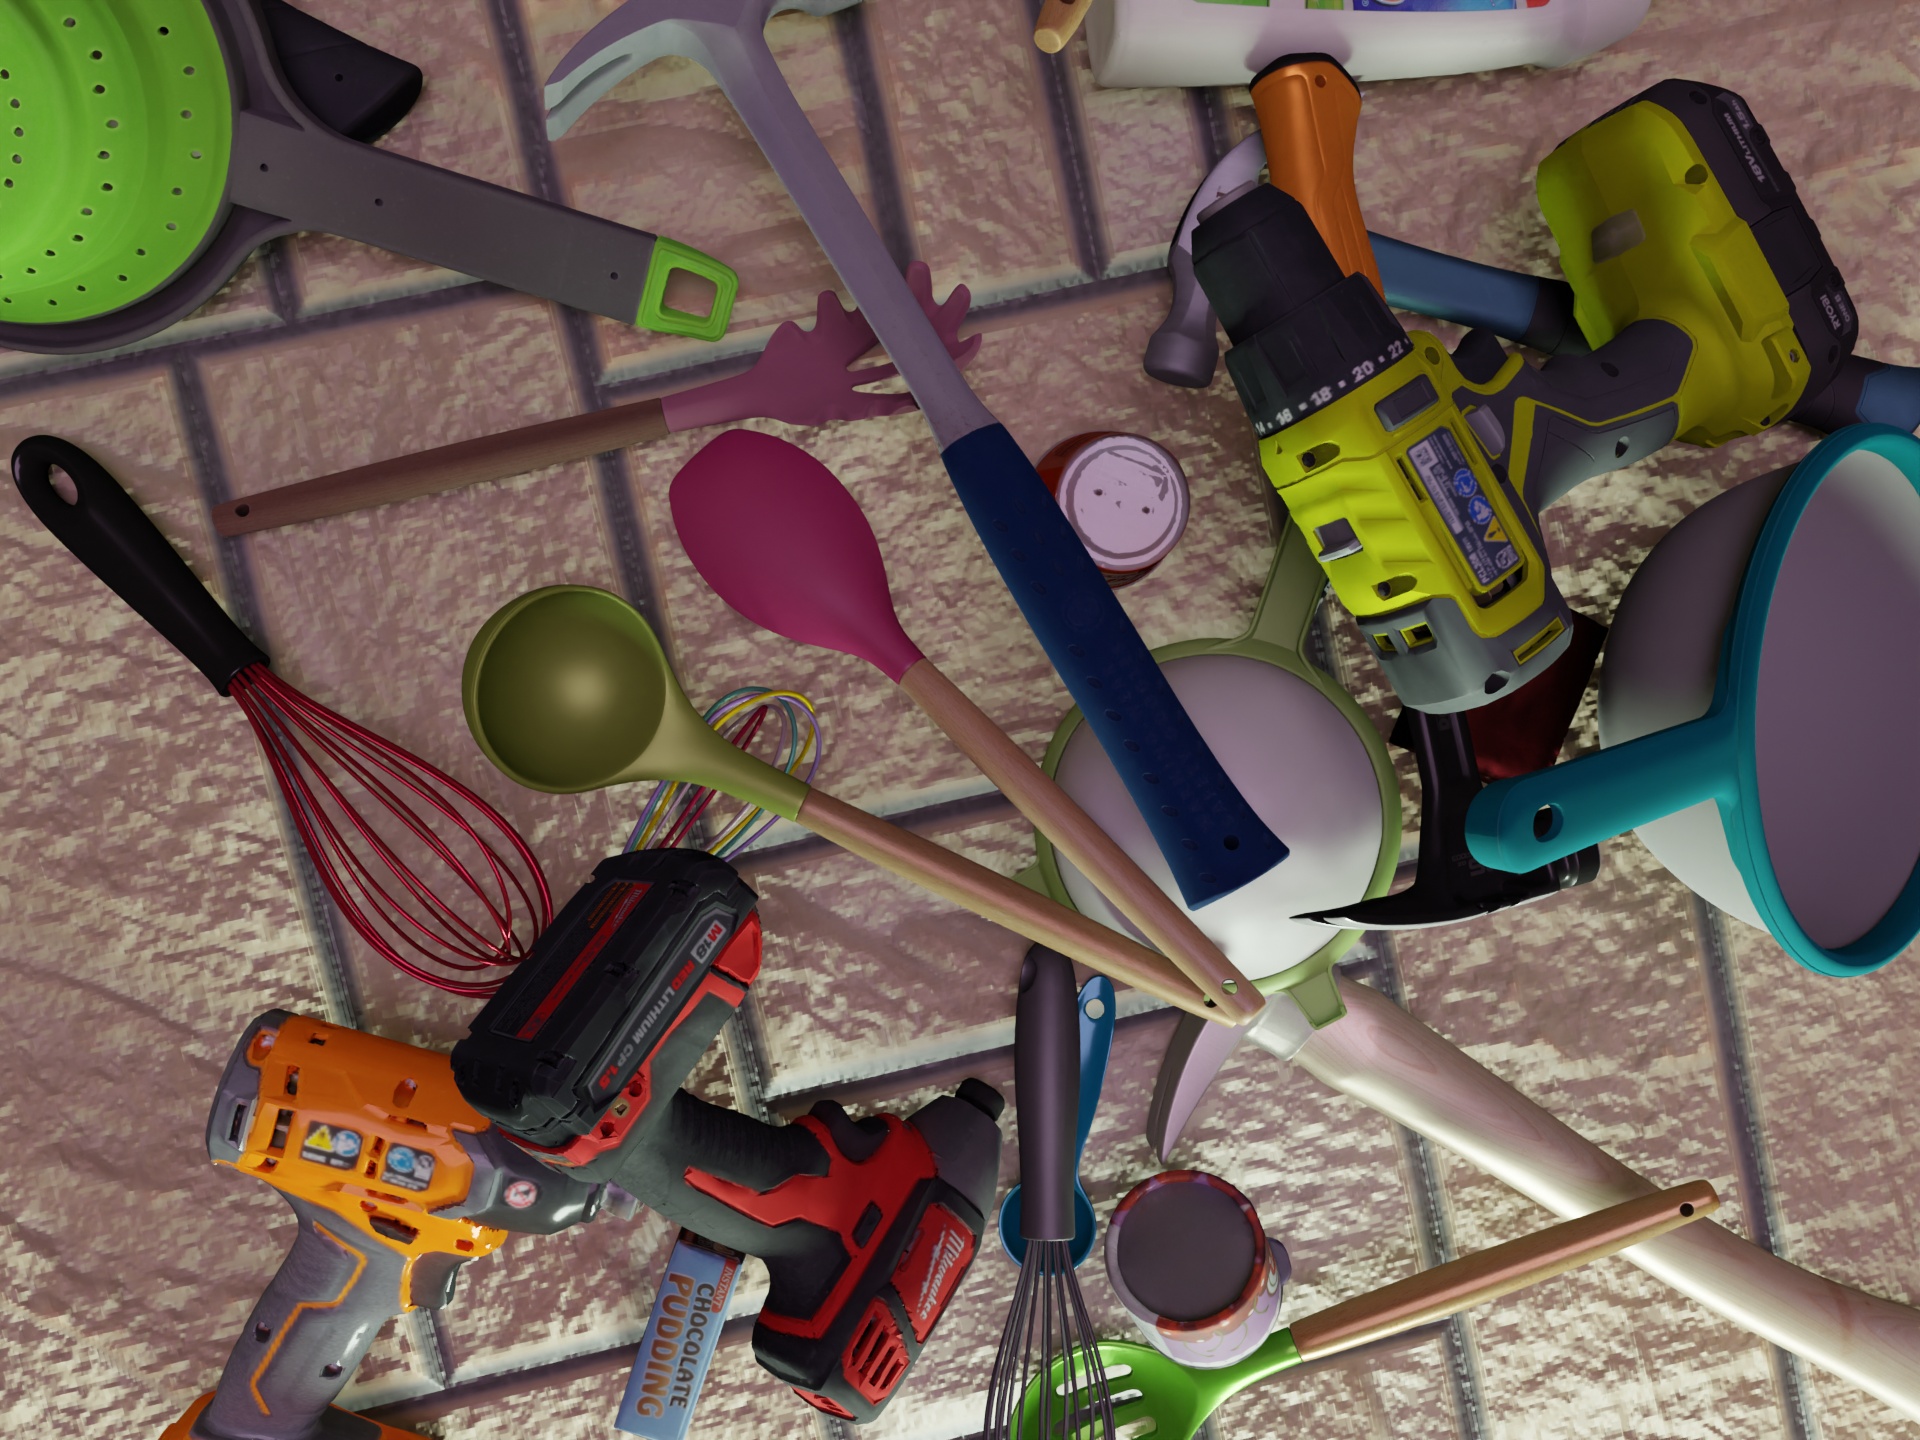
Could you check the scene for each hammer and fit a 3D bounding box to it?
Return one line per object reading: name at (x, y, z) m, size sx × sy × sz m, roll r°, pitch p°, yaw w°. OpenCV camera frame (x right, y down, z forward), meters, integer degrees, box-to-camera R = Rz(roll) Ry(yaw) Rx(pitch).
hammer at (-0.400, -0.337, 0.609) m, size 0.409 × 0.036 × 0.149 m, roll 27°, pitch 91°, yaw -6°
hammer at (0.250, -0.168, 0.669) m, size 0.331 × 0.033 × 0.128 m, roll 13°, pitch 94°, yaw -5°
hammer at (0.154, -0.089, 0.607) m, size 0.127 × 0.034 × 0.337 m, roll -10°, pitch 87°, yaw -23°
hammer at (0.280, 0.219, 0.695) m, size 0.410 × 0.038 × 0.146 m, roll 31°, pitch 93°, yaw -6°
hammer at (-0.007, -0.111, 0.593) m, size 0.144 × 0.035 × 0.405 m, roll -29°, pitch 84°, yaw -16°

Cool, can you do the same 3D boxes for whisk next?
whisk at (0.036, 0.209, 0.649) m, size 0.055 × 0.055 × 0.239 m, roll 1°, pitch 78°, yaw -4°
whisk at (-0.270, -0.004, 0.631) m, size 0.073 × 0.073 × 0.296 m, roll -44°, pitch 89°, yaw 0°
whisk at (-0.146, 0.080, 0.652) m, size 0.051 × 0.047 × 0.245 m, roll 42°, pitch 94°, yaw 10°

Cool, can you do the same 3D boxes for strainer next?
strainer at (0.271, 0.002, 0.601) m, size 0.340 × 0.095 × 0.211 m, roll -13°, pitch 101°, yaw -35°
strainer at (0.115, -0.011, 0.630) m, size 0.151 × 0.069 × 0.256 m, roll 19°, pitch 92°, yaw 14°

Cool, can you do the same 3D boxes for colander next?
colander at (-0.277, -0.201, 0.573) m, size 0.397 × 0.095 × 0.204 m, roll 14°, pitch 115°, yaw -13°

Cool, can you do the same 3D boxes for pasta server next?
pasta server at (-0.147, -0.119, 0.640) m, size 0.316 × 0.040 × 0.060 m, roll -14°, pitch 80°, yaw -2°

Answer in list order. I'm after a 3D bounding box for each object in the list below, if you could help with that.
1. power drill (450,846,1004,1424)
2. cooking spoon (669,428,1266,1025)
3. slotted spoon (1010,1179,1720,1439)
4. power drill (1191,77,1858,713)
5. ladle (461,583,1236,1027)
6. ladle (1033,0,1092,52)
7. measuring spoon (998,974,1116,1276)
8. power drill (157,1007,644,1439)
power drill at (-0.071, 0.154, 0.613) m, size 0.219 × 0.078 × 0.143 m, roll 50°, pitch 59°, yaw -26°
cooking spoon at (-0.001, -0.002, 0.619) m, size 0.069 × 0.017 × 0.319 m, roll -44°, pitch 76°, yaw -4°
slotted spoon at (0.167, 0.256, 0.671) m, size 0.314 × 0.031 × 0.070 m, roll -23°, pitch 90°, yaw 7°
power drill at (0.200, -0.137, 0.574) m, size 0.228 × 0.080 × 0.190 m, roll -34°, pitch 97°, yaw -21°
ladle at (-0.035, 0.043, 0.596) m, size 0.320 × 0.062 × 0.078 m, roll 26°, pitch 83°, yaw -2°
ladle at (0.089, -0.360, 0.593) m, size 0.069 × 0.031 × 0.315 m, roll 23°, pitch 67°, yaw 3°
measuring spoon at (0.048, 0.173, 0.688) m, size 0.042 × 0.021 × 0.128 m, roll 12°, pitch 84°, yaw 9°
power drill at (-0.225, 0.239, 0.627) m, size 0.164 × 0.084 × 0.226 m, roll 17°, pitch 98°, yaw -6°
